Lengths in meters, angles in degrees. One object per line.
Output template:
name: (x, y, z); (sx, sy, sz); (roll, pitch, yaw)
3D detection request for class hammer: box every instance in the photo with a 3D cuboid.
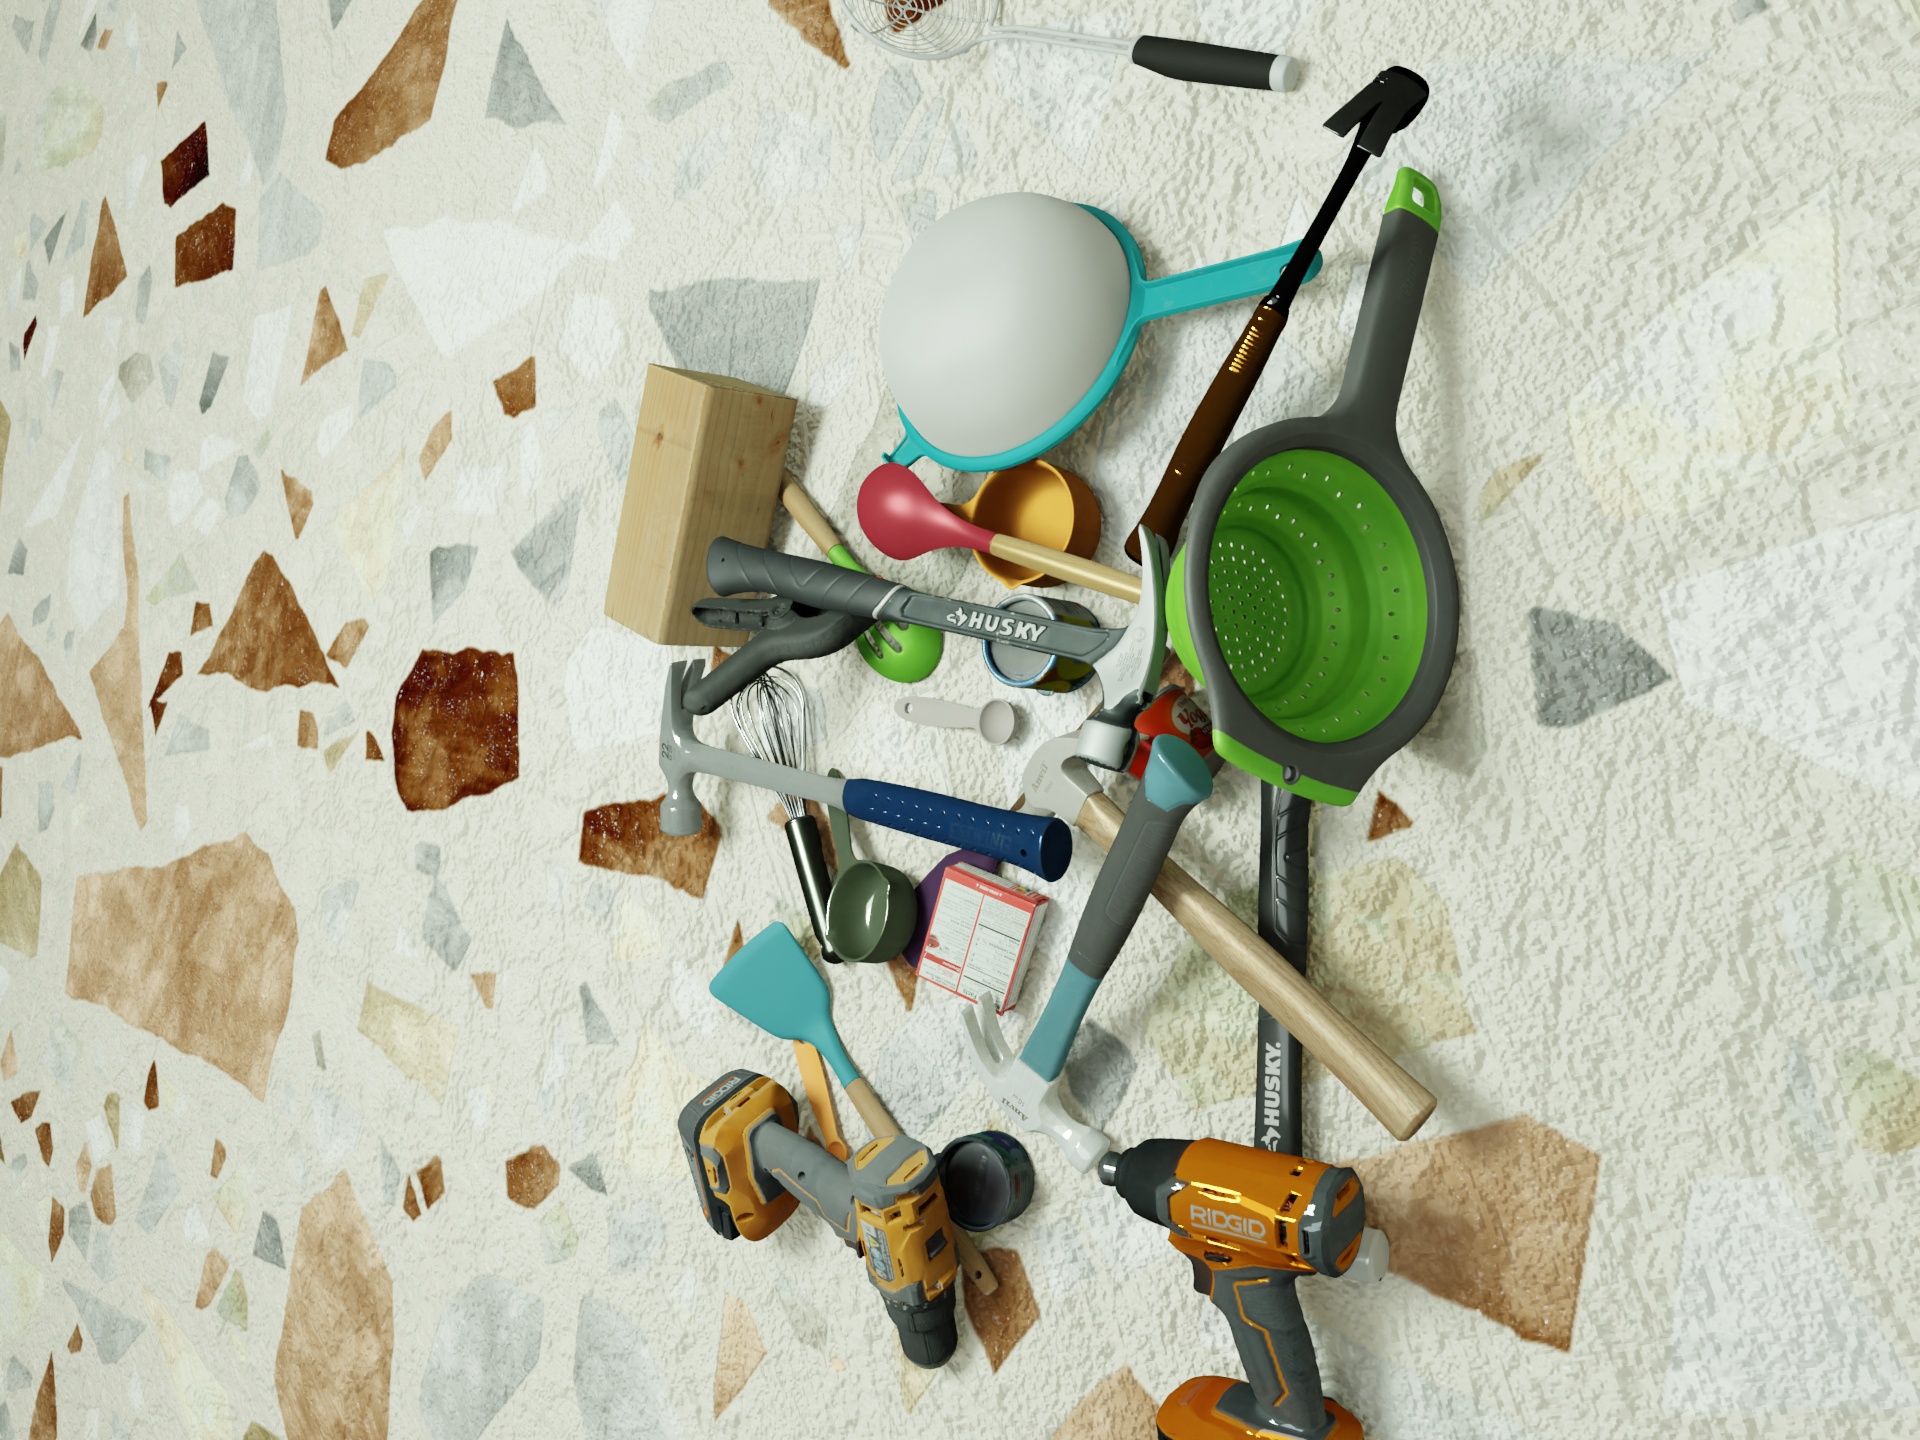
hammer: (0.176, -0.222, 0.960); (0.034, 0.127, 0.336); (32, 131, 7)
hammer: (0.157, 0.125, 0.979); (0.332, 0.031, 0.130); (44, 133, 28)
hammer: (0.197, 0.172, 1.003); (0.146, 0.035, 0.335); (0, 87, 36)
hammer: (-0.088, 0.047, 1.149); (0.406, 0.035, 0.144); (11, 106, 41)
hammer: (-0.032, -0.082, 1.081); (0.409, 0.036, 0.149); (16, 86, 39)
hammer: (0.086, 0.146, 1.011); (0.128, 0.033, 0.330); (36, 129, 22)

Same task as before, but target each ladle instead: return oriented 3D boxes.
ladle: (0.045, -0.111, 1.073); (0.316, 0.031, 0.069); (22, 117, 31)

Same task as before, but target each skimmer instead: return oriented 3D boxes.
skimmer: (0.067, -0.499, 1.107); (0.363, 0.090, 0.127); (25, 71, 33)

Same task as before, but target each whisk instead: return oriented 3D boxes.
whisk: (-0.128, 0.071, 1.247); (0.057, 0.059, 0.246); (123, 131, -74)

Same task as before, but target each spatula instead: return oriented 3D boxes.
spatula: (0.047, 0.064, 1.130); (0.316, 0.018, 0.060); (-51, 58, 24)
spatula: (-0.073, 0.294, 1.189); (0.082, 0.044, 0.318); (-44, 64, 8)

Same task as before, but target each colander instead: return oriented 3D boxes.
colander: (0.212, -0.146, 0.962); (0.094, 0.204, 0.397); (-8, 63, 61)

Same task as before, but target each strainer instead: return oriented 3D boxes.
strainer: (0.066, -0.288, 1.059); (0.340, 0.095, 0.211); (-3, 69, 38)

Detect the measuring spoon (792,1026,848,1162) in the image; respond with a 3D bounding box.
measuring spoon: (-0.109, 0.289, 1.239); (0.021, 0.011, 0.117); (-30, 66, 23)

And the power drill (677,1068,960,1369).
power drill: (-0.094, 0.365, 1.163); (0.226, 0.084, 0.185); (12, 122, 39)

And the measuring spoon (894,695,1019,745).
measuring spoon: (-0.002, -0.004, 1.177); (0.124, 0.018, 0.034); (9, 93, 43)

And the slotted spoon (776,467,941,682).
slotted spoon: (-0.113, -0.149, 1.259); (0.070, 0.031, 0.314); (-50, 60, 21)

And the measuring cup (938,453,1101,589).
measuring cup: (0.023, -0.142, 1.142); (0.174, 0.052, 0.095); (9, 93, 38)

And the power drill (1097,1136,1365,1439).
power drill: (0.162, 0.360, 0.959); (0.164, 0.084, 0.226); (3, 104, 37)

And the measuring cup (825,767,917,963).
measuring cup: (-0.073, 0.108, 1.213); (0.083, 0.038, 0.168); (-43, 46, 34)
